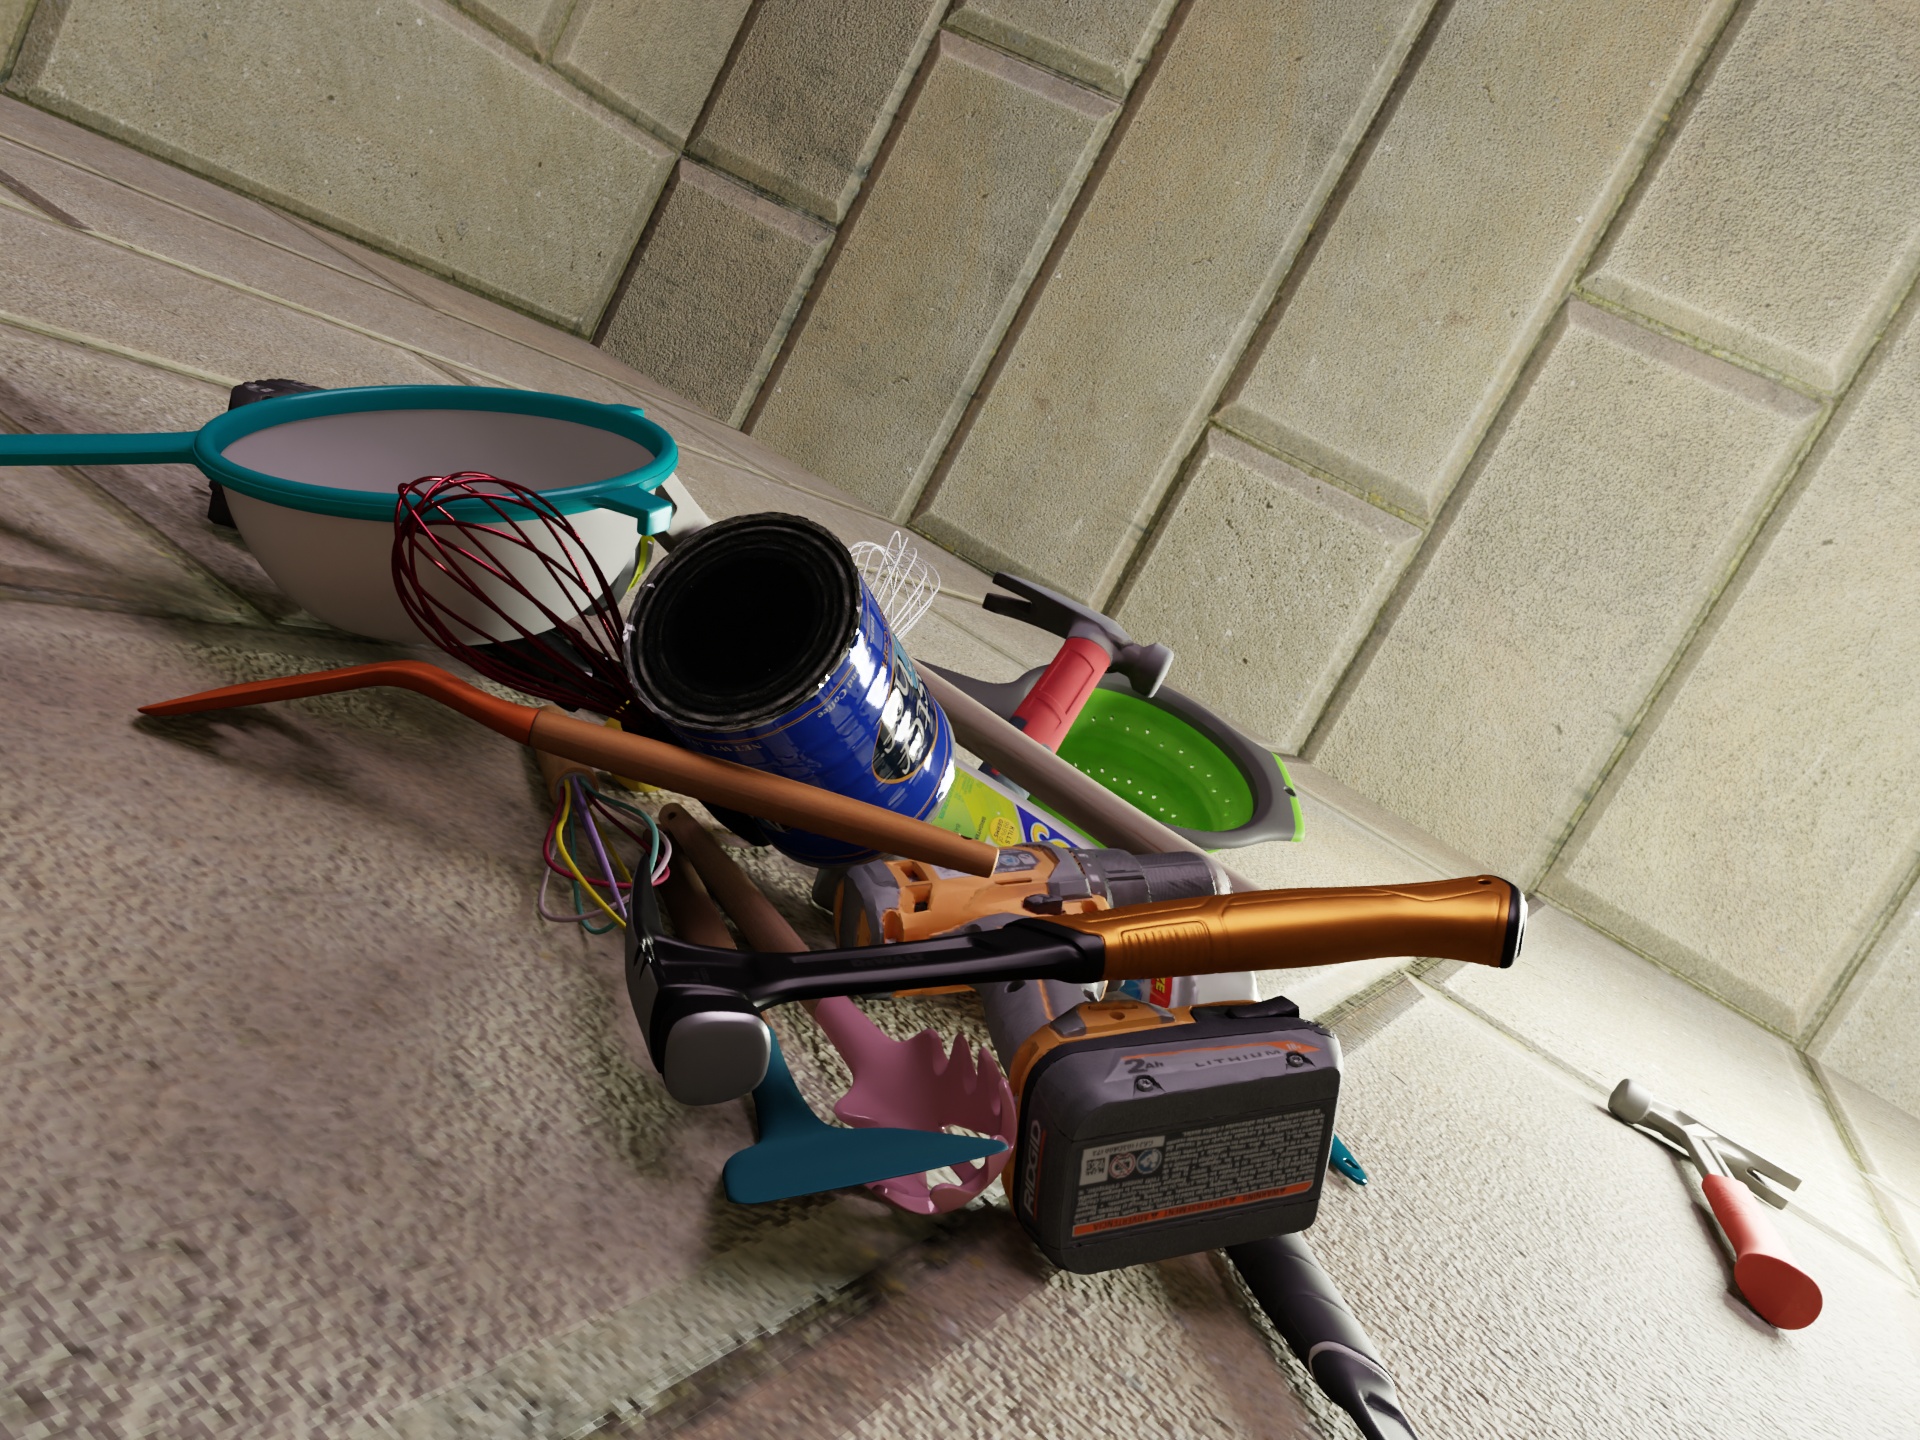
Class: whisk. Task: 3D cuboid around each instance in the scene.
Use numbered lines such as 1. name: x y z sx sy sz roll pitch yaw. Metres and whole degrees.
1. whisk: -0.068 -0.033 0.980 0.070 0.070 0.285 27 37 -7
2. whisk: -0.149 -0.013 0.697 0.073 0.073 0.295 35 -11 35
3. whisk: -0.163 0.034 0.679 0.047 0.051 0.245 17 10 -25

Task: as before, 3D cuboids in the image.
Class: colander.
1. colander: 0.037 0.028 1.101 0.397 0.094 0.205 18 30 -11

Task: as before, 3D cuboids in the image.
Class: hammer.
1. hammer: 0.539 0.337 1.092 0.149 0.036 0.359 30 9 13
2. hammer: 0.030 0.006 0.997 0.143 0.038 0.386 26 29 6
3. hammer: 0.144 0.232 0.527 0.149 0.036 0.409 26 9 -20
4. hammer: -0.001 -0.003 0.846 0.411 0.038 0.146 34 -8 15
5. hammer: 0.052 0.078 0.567 0.336 0.034 0.127 -1 17 -20

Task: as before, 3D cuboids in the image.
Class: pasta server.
1. pasta server: -0.066 0.096 0.634 0.316 0.060 0.040 37 -19 53

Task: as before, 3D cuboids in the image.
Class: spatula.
1. spatula: -0.080 0.095 0.583 0.082 0.044 0.318 -6 21 -21
2. spatula: -0.143 0.019 0.617 0.322 0.041 0.081 16 7 -2

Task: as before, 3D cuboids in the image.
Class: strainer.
1. strainer: -0.302 -0.087 0.730 0.340 0.095 0.211 -3 25 -15

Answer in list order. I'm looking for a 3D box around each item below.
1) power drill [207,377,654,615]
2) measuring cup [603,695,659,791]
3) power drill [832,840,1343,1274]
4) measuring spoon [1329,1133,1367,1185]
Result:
1. power drill: -0.289 -0.127 0.917 0.228 0.080 0.191 15 12 -10
2. measuring cup: -0.132 0.022 0.832 0.029 0.062 0.156 48 6 24
3. power drill: 0.066 0.113 0.646 0.185 0.084 0.226 -4 21 -22
4. measuring spoon: 0.191 0.204 0.837 0.042 0.021 0.129 26 9 -12
